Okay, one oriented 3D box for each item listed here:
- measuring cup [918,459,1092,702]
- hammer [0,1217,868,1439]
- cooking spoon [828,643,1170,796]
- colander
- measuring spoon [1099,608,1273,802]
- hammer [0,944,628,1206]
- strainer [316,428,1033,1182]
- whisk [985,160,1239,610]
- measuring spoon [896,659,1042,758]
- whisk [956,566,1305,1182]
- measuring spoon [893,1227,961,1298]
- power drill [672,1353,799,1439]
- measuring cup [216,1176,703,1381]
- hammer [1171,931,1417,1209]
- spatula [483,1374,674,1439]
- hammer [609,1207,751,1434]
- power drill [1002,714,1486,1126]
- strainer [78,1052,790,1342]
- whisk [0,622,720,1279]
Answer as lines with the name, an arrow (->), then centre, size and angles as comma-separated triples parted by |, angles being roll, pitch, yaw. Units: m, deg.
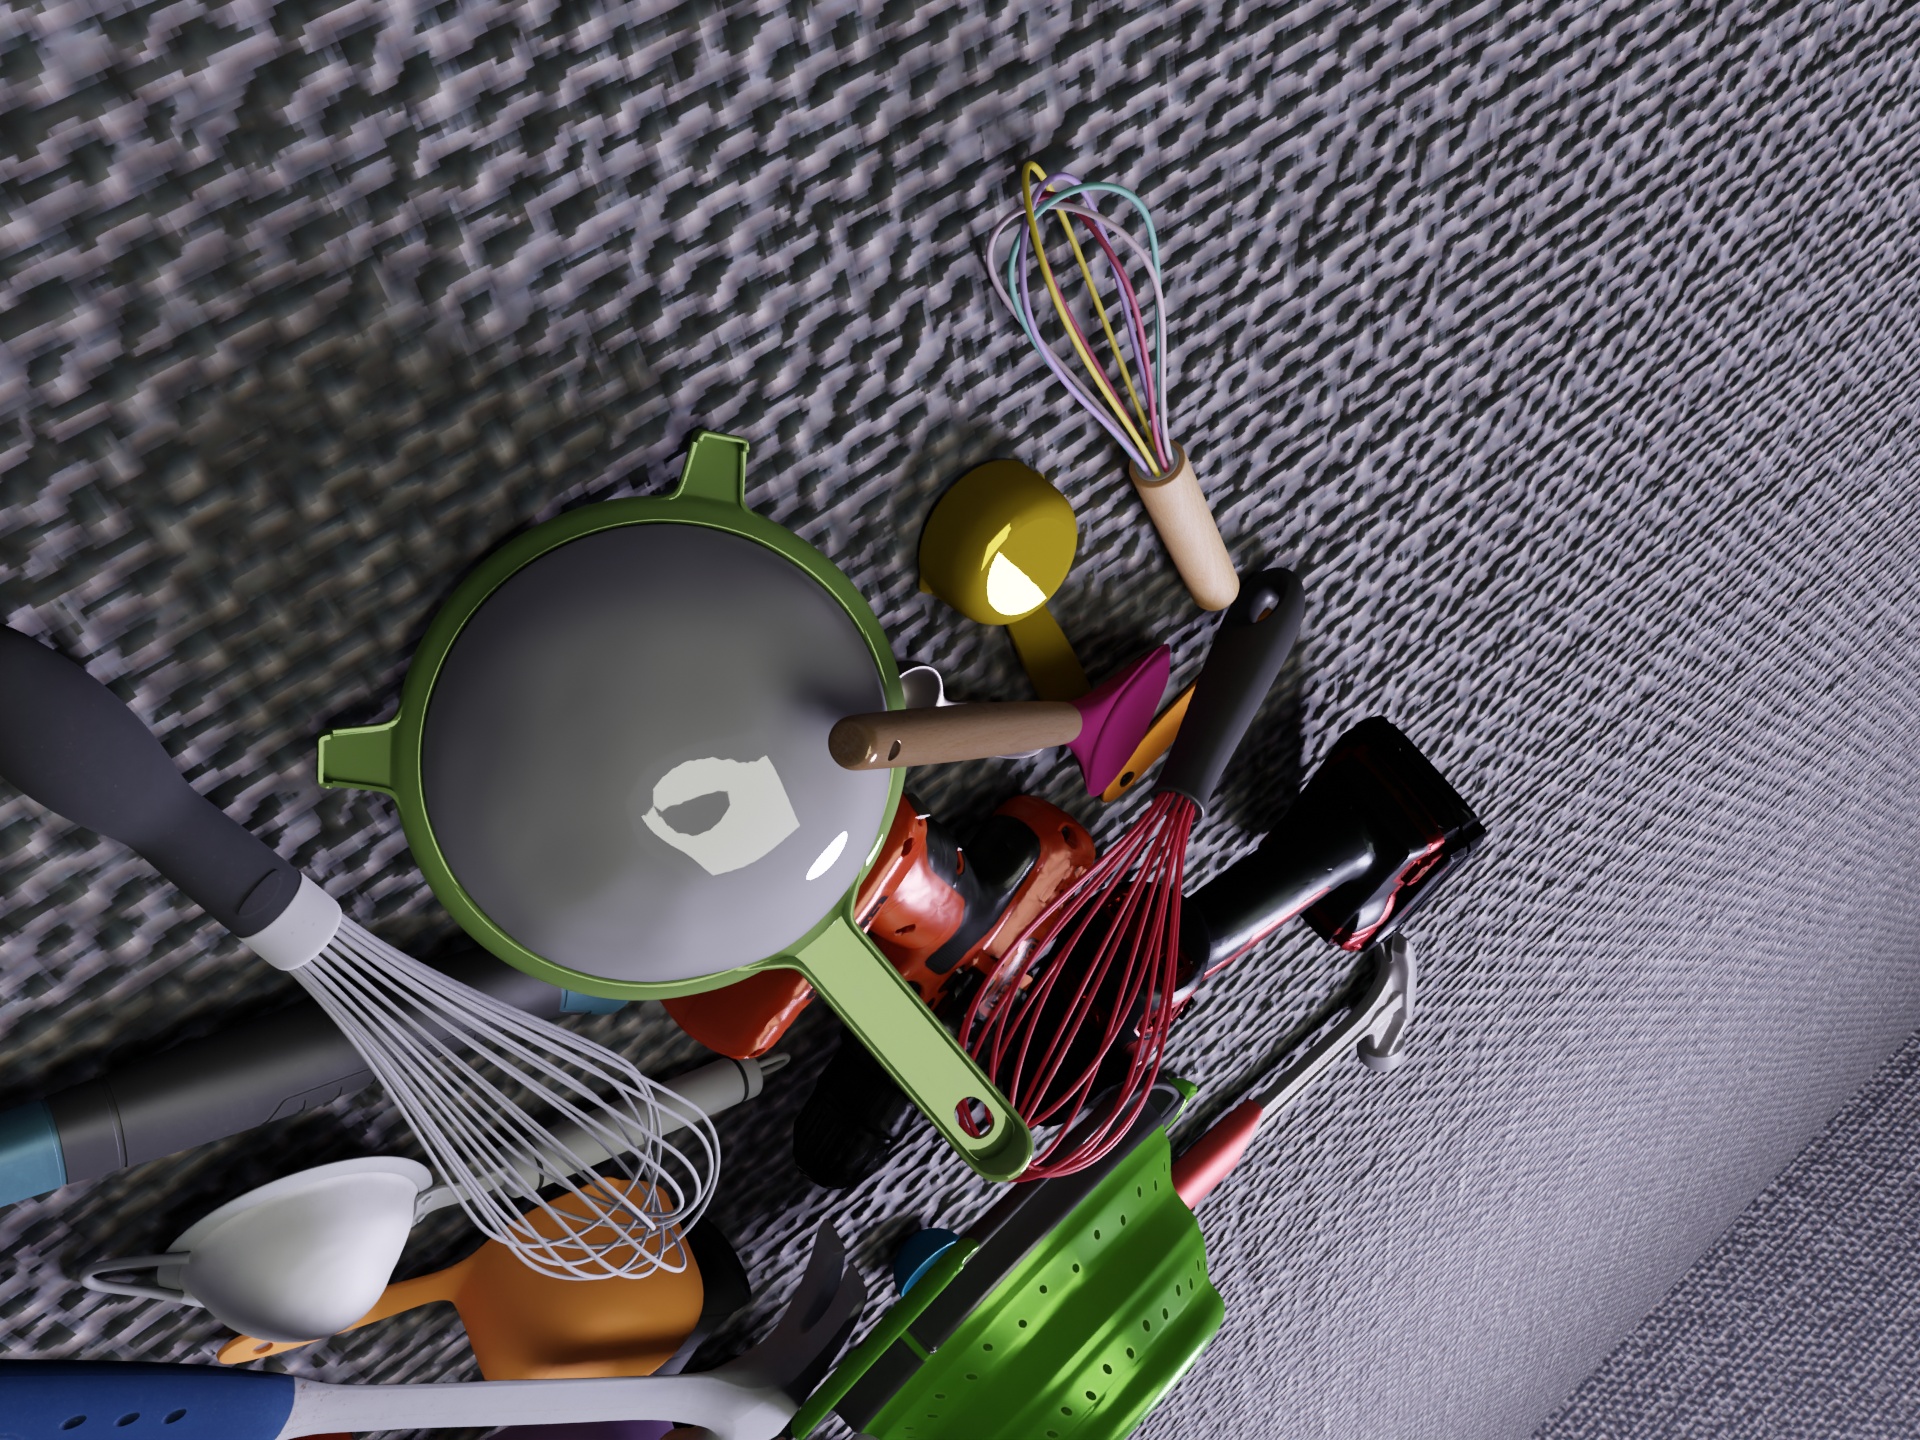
measuring cup -> 0.033, -0.034, 0.597 | 0.062, 0.029, 0.156 | -43, 141, -9
hammer -> -0.193, 0.202, 0.476 | 0.405, 0.035, 0.144 | 24, 110, -46
cooking spoon -> 0.028, 0.001, 0.550 | 0.068, 0.017, 0.319 | -67, 162, 10
colander -> 0.072, 0.246, 0.729 | 0.204, 0.094, 0.397 | -51, 163, 16
measuring spoon -> 0.105, -0.005, 0.710 | 0.117, 0.011, 0.021 | -46, 143, -6
hammer -> -0.238, 0.113, 0.445 | 0.331, 0.033, 0.128 | -16, 132, -37
strainer -> -0.048, 0.054, 0.459 | 0.151, 0.069, 0.256 | -41, 109, -9
whisk -> 0.065, -0.107, 0.564 | 0.051, 0.047, 0.244 | -37, 147, 2
measuring spoon -> -0.001, -0.002, 0.609 | 0.124, 0.018, 0.034 | 15, 107, -57
whisk -> 0.078, 0.048, 0.623 | 0.296, 0.073, 0.073 | -60, 150, -29
measuring spoon -> -0.016, 0.296, 0.844 | 0.042, 0.021, 0.128 | -36, 150, -17
power drill -> -0.108, 0.399, 0.784 | 0.171, 0.080, 0.223 | -41, 139, -12
measuring cup -> -0.173, 0.224, 0.576 | 0.173, 0.052, 0.095 | -2, 133, -43
hammer -> 0.145, 0.267, 0.960 | 0.359, 0.037, 0.149 | -37, 141, -18
spatula -> -0.255, 0.335, 0.589 | 0.316, 0.018, 0.060 | -19, 95, -22
hammer -> -0.189, 0.355, 0.658 | 0.146, 0.035, 0.335 | 30, 87, -9
power drill -> 0.120, 0.106, 0.752 | 0.226, 0.080, 0.187 | -26, 156, -28
strainer -> -0.162, 0.162, 0.560 | 0.258, 0.050, 0.086 | -15, 146, -42
whisk -> -0.159, 0.073, 0.435 | 0.070, 0.070, 0.284 | -43, 125, -10
